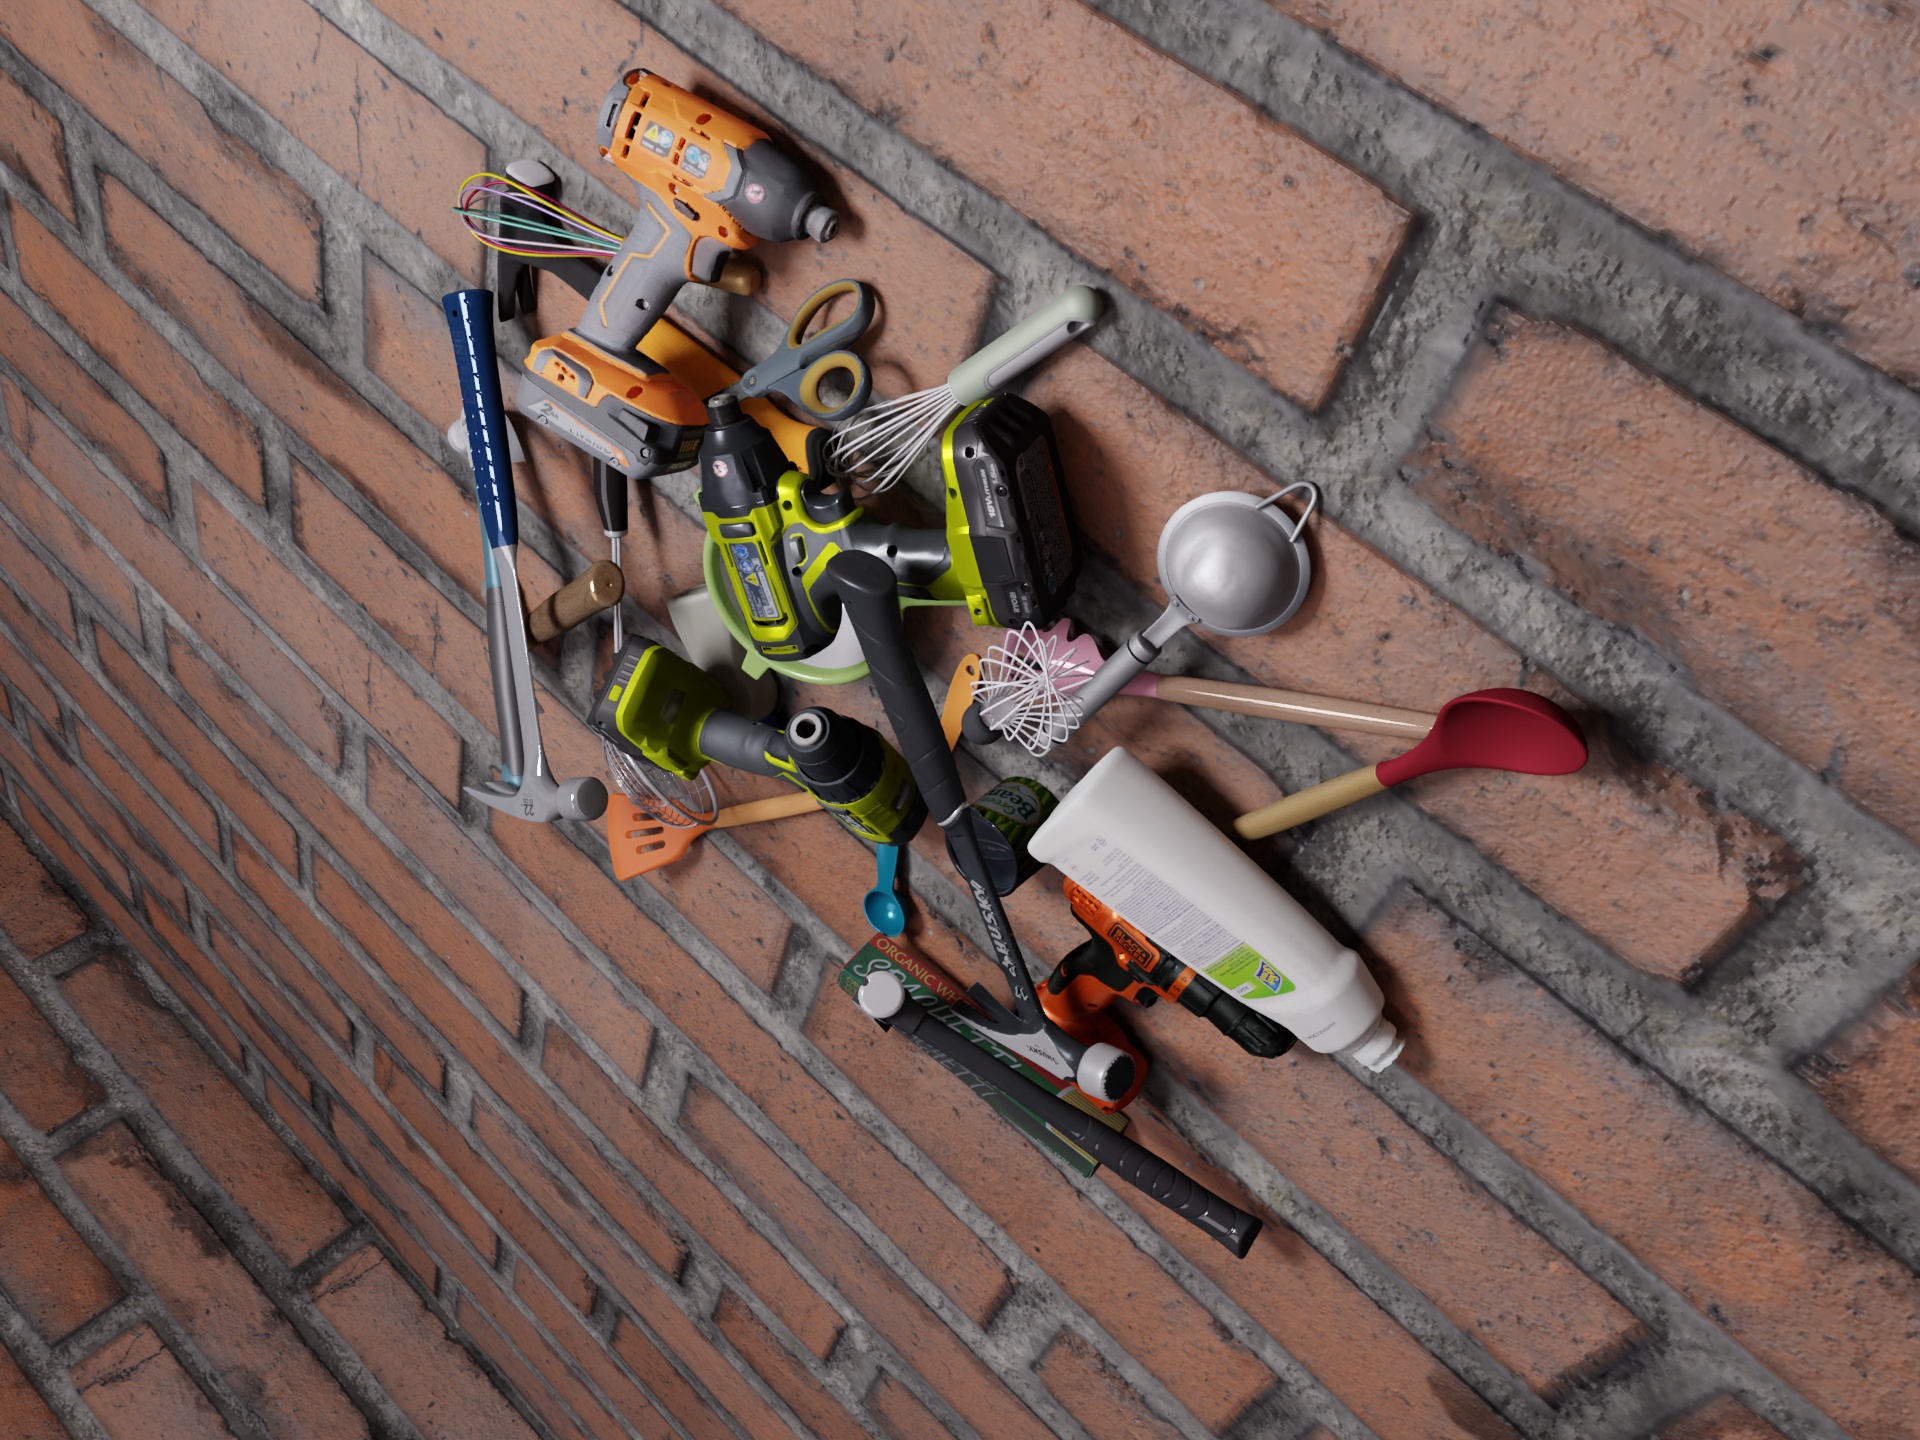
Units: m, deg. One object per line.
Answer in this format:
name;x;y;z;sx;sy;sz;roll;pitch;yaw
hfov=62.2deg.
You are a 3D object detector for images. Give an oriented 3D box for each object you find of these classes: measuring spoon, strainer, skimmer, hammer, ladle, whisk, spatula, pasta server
measuring spoon;-0.002;-0.004;1.122;0.021;0.011;0.116;38;134;22
strainer;0.112;-0.046;0.918;0.087;0.050;0.258;43;133;-1
skimmer;-0.241;-0.089;1.258;0.090;0.127;0.363;1;109;-2
measuring spoon;-0.052;0.111;1.249;0.042;0.021;0.128;22;121;30
hammer;-0.338;-0.080;1.308;0.331;0.031;0.130;-12;85;60
hammer;-0.213;-0.262;1.135;0.337;0.034;0.127;39;137;19
ladle;0.222;0.039;0.894;0.069;0.031;0.315;36;150;-14
strainer;-0.048;-0.102;1.070;0.256;0.069;0.151;3;123;24
hammer;-0.353;-0.122;1.224;0.144;0.035;0.405;-4;95;40
whisk;-0.246;-0.329;1.084;0.245;0.051;0.047;18;97;18
hammer;0.069;0.281;1.140;0.335;0.035;0.146;32;168;4
spatula;-0.200;0.083;1.354;0.322;0.041;0.081;-13;81;47
pasta server;0.148;-0.020;0.948;0.316;0.040;0.060;10;123;36
whisk;-0.003;-0.197;0.961;0.246;0.057;0.059;-24;68;46
hammer;-0.001;0.072;1.015;0.149;0.036;0.408;14;134;46
hammer;-0.380;-0.096;1.313;0.128;0.033;0.331;-5;91;61
whisk;0.028;-0.010;0.970;0.070;0.070;0.284;55;171;0

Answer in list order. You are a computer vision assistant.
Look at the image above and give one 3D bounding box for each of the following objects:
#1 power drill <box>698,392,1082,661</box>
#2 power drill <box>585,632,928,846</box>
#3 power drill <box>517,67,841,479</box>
power drill;-0.052;-0.124;0.965;0.223;0.080;0.171;-1;121;27
power drill;-0.145;0.012;1.133;0.228;0.080;0.190;18;167;21
power drill;-0.178;-0.272;1.011;0.164;0.084;0.226;31;112;11
